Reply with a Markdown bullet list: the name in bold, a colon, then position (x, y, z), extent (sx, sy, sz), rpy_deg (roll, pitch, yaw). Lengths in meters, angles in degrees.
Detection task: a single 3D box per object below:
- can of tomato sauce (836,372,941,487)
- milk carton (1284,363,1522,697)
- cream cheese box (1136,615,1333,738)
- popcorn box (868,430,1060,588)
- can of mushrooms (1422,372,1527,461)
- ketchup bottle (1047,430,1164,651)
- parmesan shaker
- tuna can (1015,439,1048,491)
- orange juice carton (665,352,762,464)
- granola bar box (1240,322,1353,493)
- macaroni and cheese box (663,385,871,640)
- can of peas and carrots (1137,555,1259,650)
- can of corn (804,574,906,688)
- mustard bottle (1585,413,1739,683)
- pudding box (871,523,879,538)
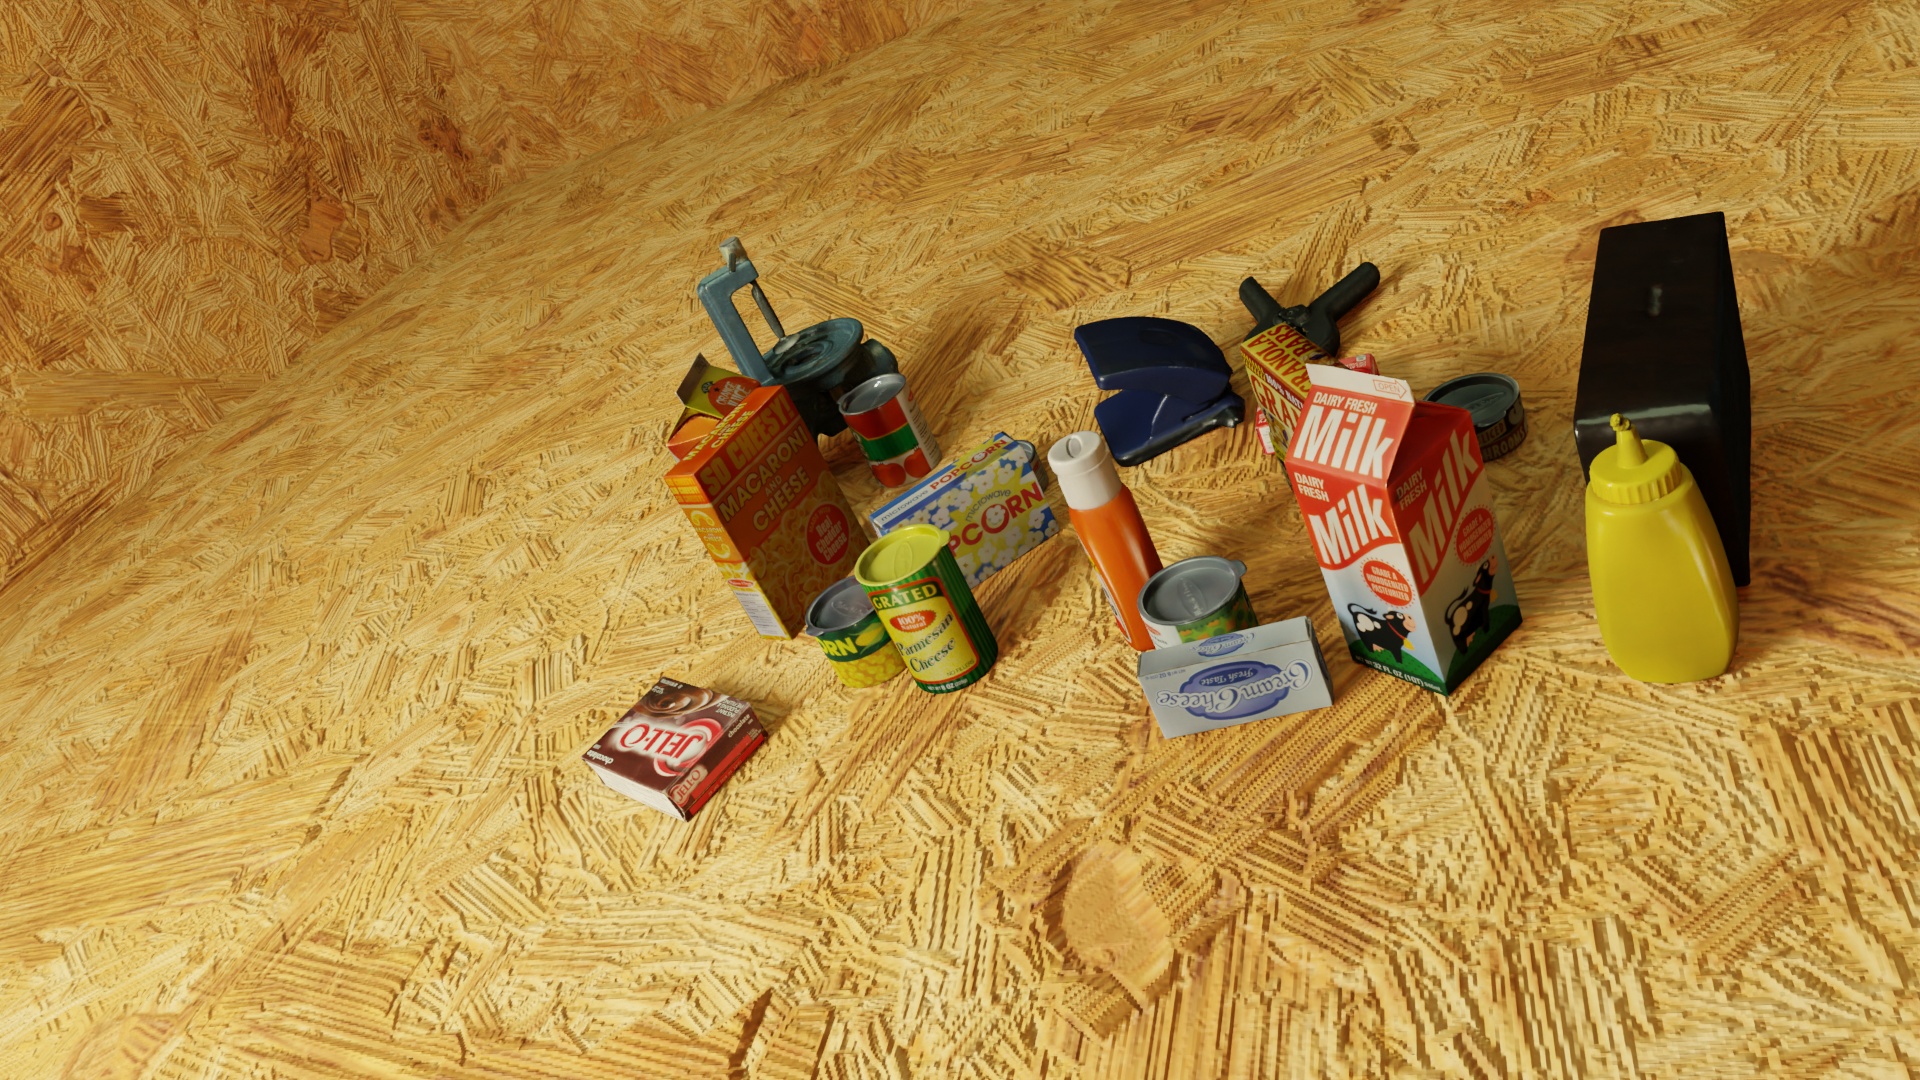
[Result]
- **can of tomato sauce**: position (-0.065, -0.099, 1.258), extent (0.071, 0.082, 0.071), rpy_deg (-20, 30, 12)
- **milk carton**: position (0.241, -0.014, 0.764), extent (0.074, 0.189, 0.072), rpy_deg (-38, 31, -20)
- **cream cheese box**: position (0.161, 0.081, 0.815), extent (0.103, 0.053, 0.024), rpy_deg (-15, 31, 20)
- **popcorn box**: position (0.004, -0.013, 1.062), extent (0.127, 0.085, 0.038), rpy_deg (-33, 29, -12)
- **can of mushrooms**: position (0.351, -0.082, 0.948), extent (0.071, 0.033, 0.071), rpy_deg (-20, 30, 12)
- **ketchup bottle**: position (0.101, -0.001, 0.900), extent (0.043, 0.148, 0.065), rpy_deg (-22, 29, 9)
- **parmesan shaker**: position (-0.020, 0.048, 0.964), extent (0.071, 0.102, 0.071), rpy_deg (-20, 30, 12)
- **tuna can**: position (0.036, -0.052, 1.153), extent (0.071, 0.032, 0.071), rpy_deg (-20, 30, 12)
- **orange juice carton**: position (-0.186, -0.065, 1.188), extent (0.073, 0.192, 0.072), rpy_deg (-15, 31, 20)
- **granola bar box**: position (0.245, -0.057, 0.899), extent (0.039, 0.123, 0.166), rpy_deg (-27, 29, 0)
- **macaroni and cheese box**: position (-0.152, -0.022, 1.118), extent (0.040, 0.165, 0.124), rpy_deg (-1, 38, 39)
- **can of peas and carrots**: position (0.153, 0.051, 0.866), extent (0.071, 0.058, 0.071), rpy_deg (-20, 30, 12)
- **can of corn**: position (-0.074, 0.068, 1.021), extent (0.071, 0.058, 0.071), rpy_deg (-20, 30, 12)
- **mustard bottle**: position (0.344, 0.000, 0.690), extent (0.065, 0.159, 0.049), rpy_deg (-7, 34, 31)
- **pudding box**: position (-0.023, -0.010, 1.114), extent (0.084, 0.049, 0.030), rpy_deg (-30, 29, -6)
